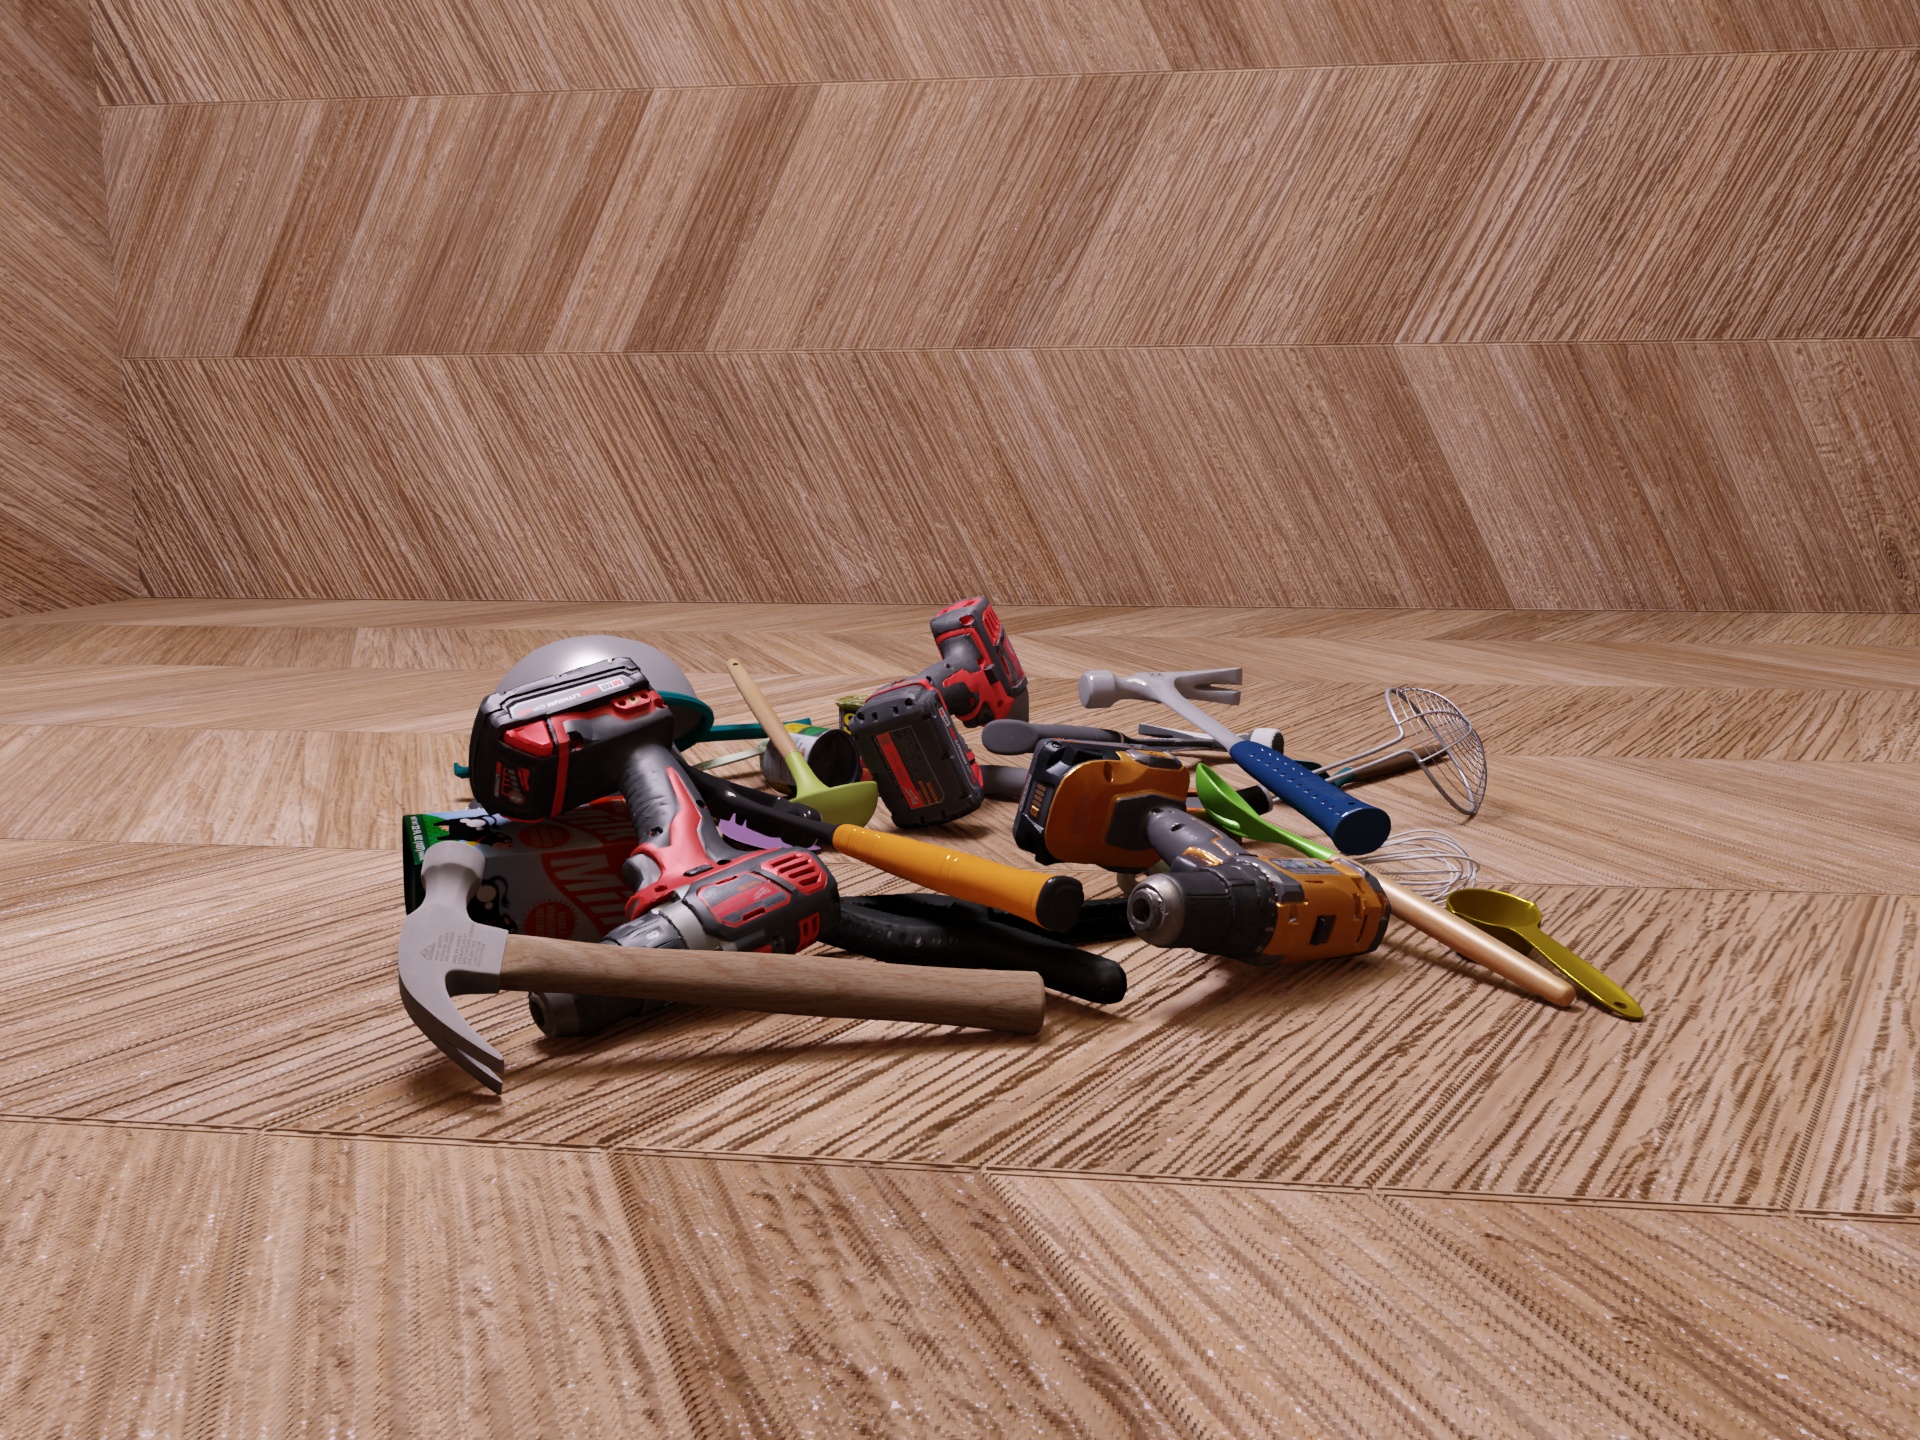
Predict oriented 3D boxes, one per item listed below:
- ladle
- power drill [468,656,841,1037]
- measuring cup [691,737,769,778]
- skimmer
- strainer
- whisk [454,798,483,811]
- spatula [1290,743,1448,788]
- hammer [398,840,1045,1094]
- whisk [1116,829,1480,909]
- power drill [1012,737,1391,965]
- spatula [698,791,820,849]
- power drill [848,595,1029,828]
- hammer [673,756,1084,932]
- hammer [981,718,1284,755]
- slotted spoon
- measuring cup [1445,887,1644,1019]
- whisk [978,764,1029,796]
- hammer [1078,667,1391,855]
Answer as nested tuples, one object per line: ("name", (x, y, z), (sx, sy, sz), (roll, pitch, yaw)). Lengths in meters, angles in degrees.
("ladle", (-0.152, 0.009, 1.362), (0.078, 0.062, 0.320), (-11, 32, -20))
("power drill", (-0.202, 0.076, 0.924), (0.188, 0.080, 0.227), (-22, 55, -38))
("measuring cup", (-0.182, 0.045, 1.466), (0.083, 0.038, 0.167), (9, 15, 42))
("skimmer", (0.288, 0.059, 1.308), (0.363, 0.127, 0.090), (-17, -22, -22))
("strainer", (-0.285, -0.022, 1.463), (0.340, 0.095, 0.211), (-2, -20, -42))
("whisk", (-0.365, 0.085, 1.192), (0.070, 0.070, 0.285), (-2, 5, -13))
("spatula", (0.377, 0.037, 1.482), (0.082, 0.044, 0.317), (4, 9, 43))
("hammer", (-0.119, 0.136, 0.821), (0.331, 0.031, 0.130), (6, 46, -9))
("whisk", (0.231, 0.106, 1.096), (0.246, 0.058, 0.059), (-2, -25, 7))
("power drill", (0.125, 0.083, 0.983), (0.185, 0.084, 0.226), (4, 17, -38))
("spatula", (-0.214, 0.075, 1.343), (0.059, 0.018, 0.316), (1, 8, -33))
("power drill", (-0.002, -0.004, 1.363), (0.078, 0.143, 0.220), (-16, 19, 28))
("hammer", (-0.055, 0.077, 0.985), (0.127, 0.034, 0.337), (23, -8, -40))
("hammer", (0.144, 0.018, 1.443), (0.149, 0.036, 0.408), (4, 1, 35))
("slotted spoon", (0.253, 0.100, 1.003), (0.070, 0.031, 0.314), (34, -1, -40))
("measuring cup", (0.342, 0.144, 0.936), (0.062, 0.029, 0.157), (-2, 22, -19))
("whisk", (0.085, 0.057, 1.376), (0.239, 0.055, 0.055), (3, 9, 41))
("hammer", (0.223, 0.019, 1.239), (0.144, 0.035, 0.406), (-3, 16, -14))
